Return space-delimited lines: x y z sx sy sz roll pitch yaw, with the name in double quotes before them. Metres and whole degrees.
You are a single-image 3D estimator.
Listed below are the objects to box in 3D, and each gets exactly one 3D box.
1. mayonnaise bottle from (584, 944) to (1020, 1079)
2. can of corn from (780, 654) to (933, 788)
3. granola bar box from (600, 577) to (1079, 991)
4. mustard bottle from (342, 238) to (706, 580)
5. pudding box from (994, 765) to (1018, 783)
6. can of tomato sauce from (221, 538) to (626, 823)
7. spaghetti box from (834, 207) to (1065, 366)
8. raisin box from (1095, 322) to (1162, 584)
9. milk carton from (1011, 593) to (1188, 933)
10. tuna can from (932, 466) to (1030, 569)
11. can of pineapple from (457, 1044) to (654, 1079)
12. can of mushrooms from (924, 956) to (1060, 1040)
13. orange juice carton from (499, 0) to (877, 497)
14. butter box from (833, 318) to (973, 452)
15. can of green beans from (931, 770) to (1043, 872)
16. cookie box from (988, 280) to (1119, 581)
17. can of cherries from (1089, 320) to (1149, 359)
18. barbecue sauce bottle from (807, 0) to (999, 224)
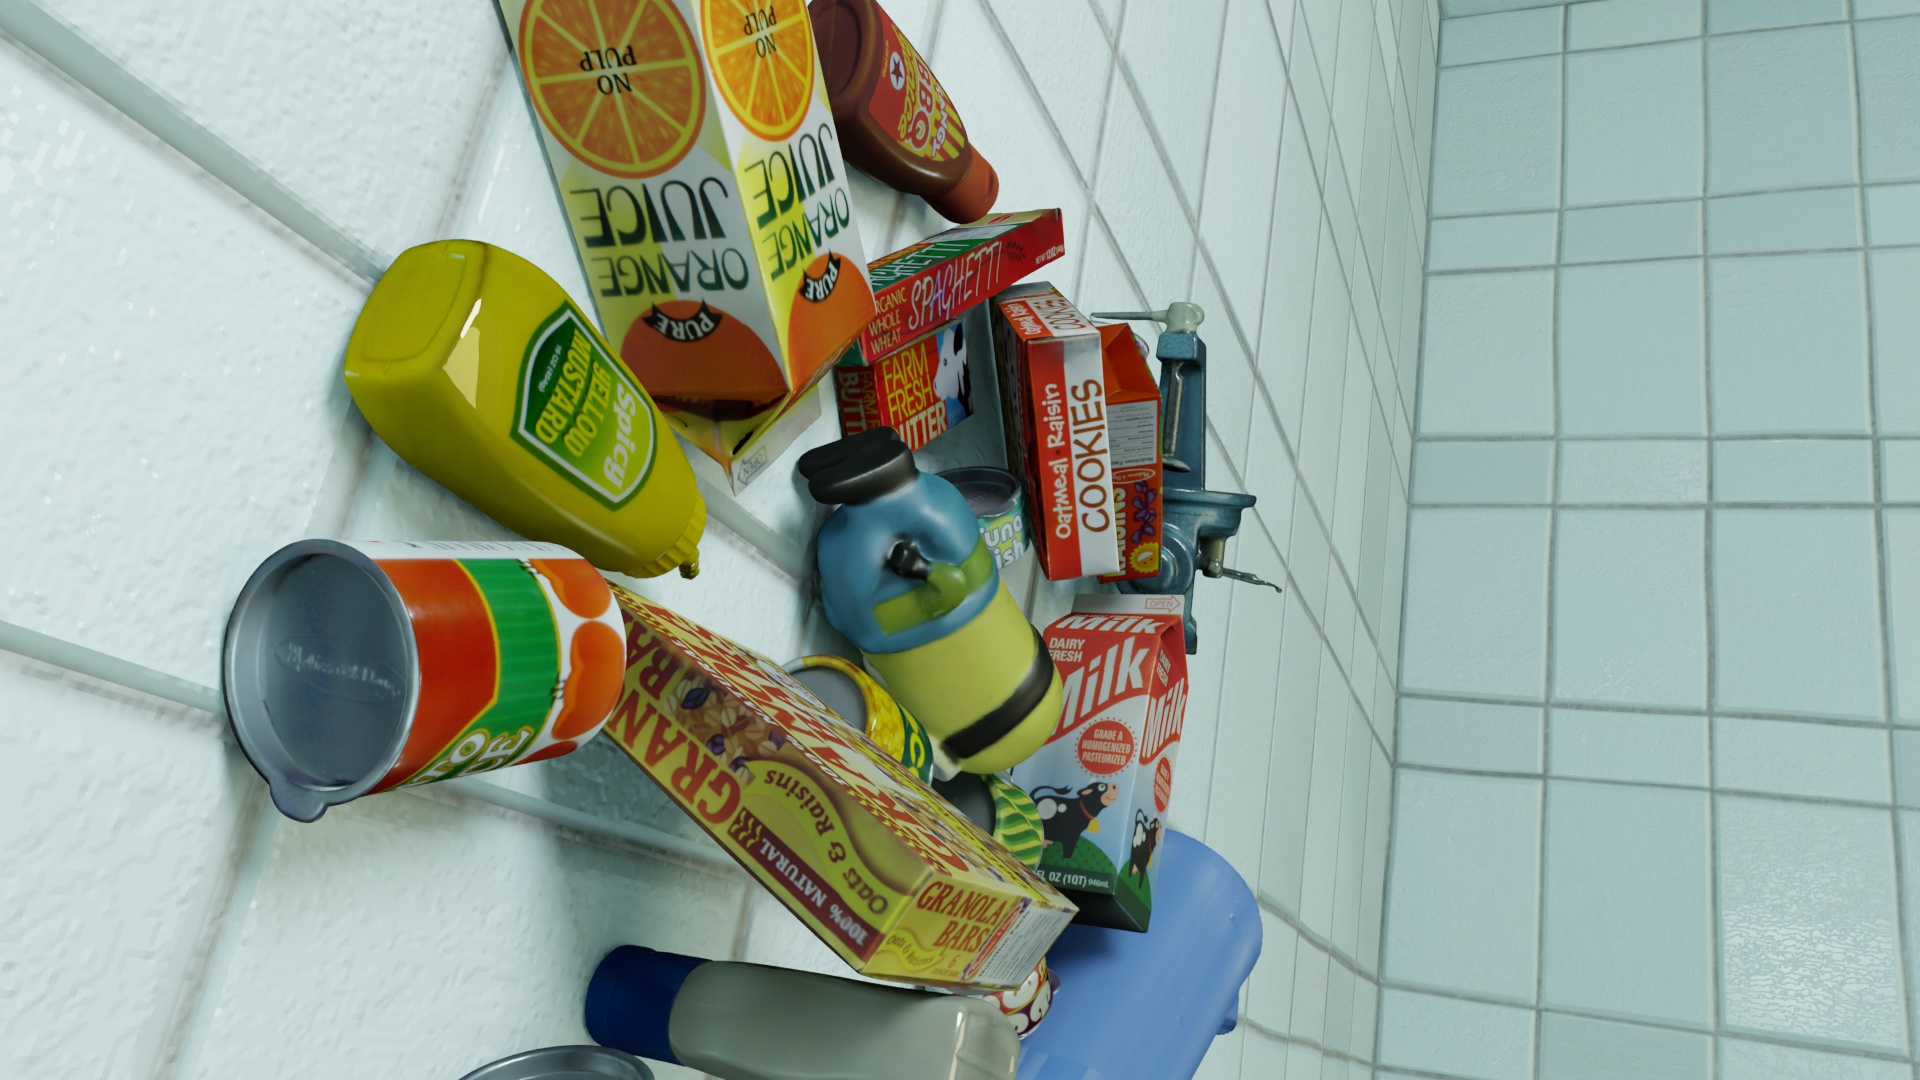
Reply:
"mayonnaise bottle" -0.058 0.166 0.472 0.064 0.148 0.041 54 44 -54
"can of corn" -0.051 0.089 0.579 0.058 0.071 0.071 51 46 -53
"granola bar box" -0.052 0.084 0.470 0.039 0.166 0.124 -55 149 -2
"mustard bottle" -0.122 -0.027 0.444 0.159 0.049 0.065 52 45 -54
"pudding box" 0.021 0.121 0.785 0.084 0.030 0.049 -26 114 -63
"can of tomato sauce" -0.143 0.035 0.380 0.083 0.071 0.071 1 90 -66
"spaghetti box" -0.014 -0.128 0.677 0.251 0.050 0.028 -42 128 -58
"raisin box" 0.088 -0.049 0.793 0.086 0.040 0.122 -103 -174 -54
"milk carton" 0.080 0.115 0.788 0.073 0.072 0.191 55 42 -52
"tuna can" 0.002 -0.009 0.691 0.071 0.071 0.032 -50 136 -54
"can of pineapple" -0.127 0.197 0.423 0.071 0.071 0.057 -16 106 -65
"can of mushrooms" 0.016 0.230 0.731 0.071 0.071 0.033 -49 133 -55
"orange juice carton" -0.086 -0.116 0.490 0.072 0.073 0.191 -54 138 -52
"butter box" -0.026 -0.074 0.683 0.104 0.024 0.053 -40 126 -59
"can of green beans" 0.002 0.146 0.701 0.057 0.071 0.071 44 52 -58
"cookie box" 0.046 -0.064 0.740 0.168 0.040 0.122 -104 -173 -71
"can of cherries" 0.081 -0.096 0.868 0.071 0.071 0.058 42 54 -59
"barbecue sauce bottle" -0.026 -0.194 0.655 0.148 0.043 0.065 25 67 -64
